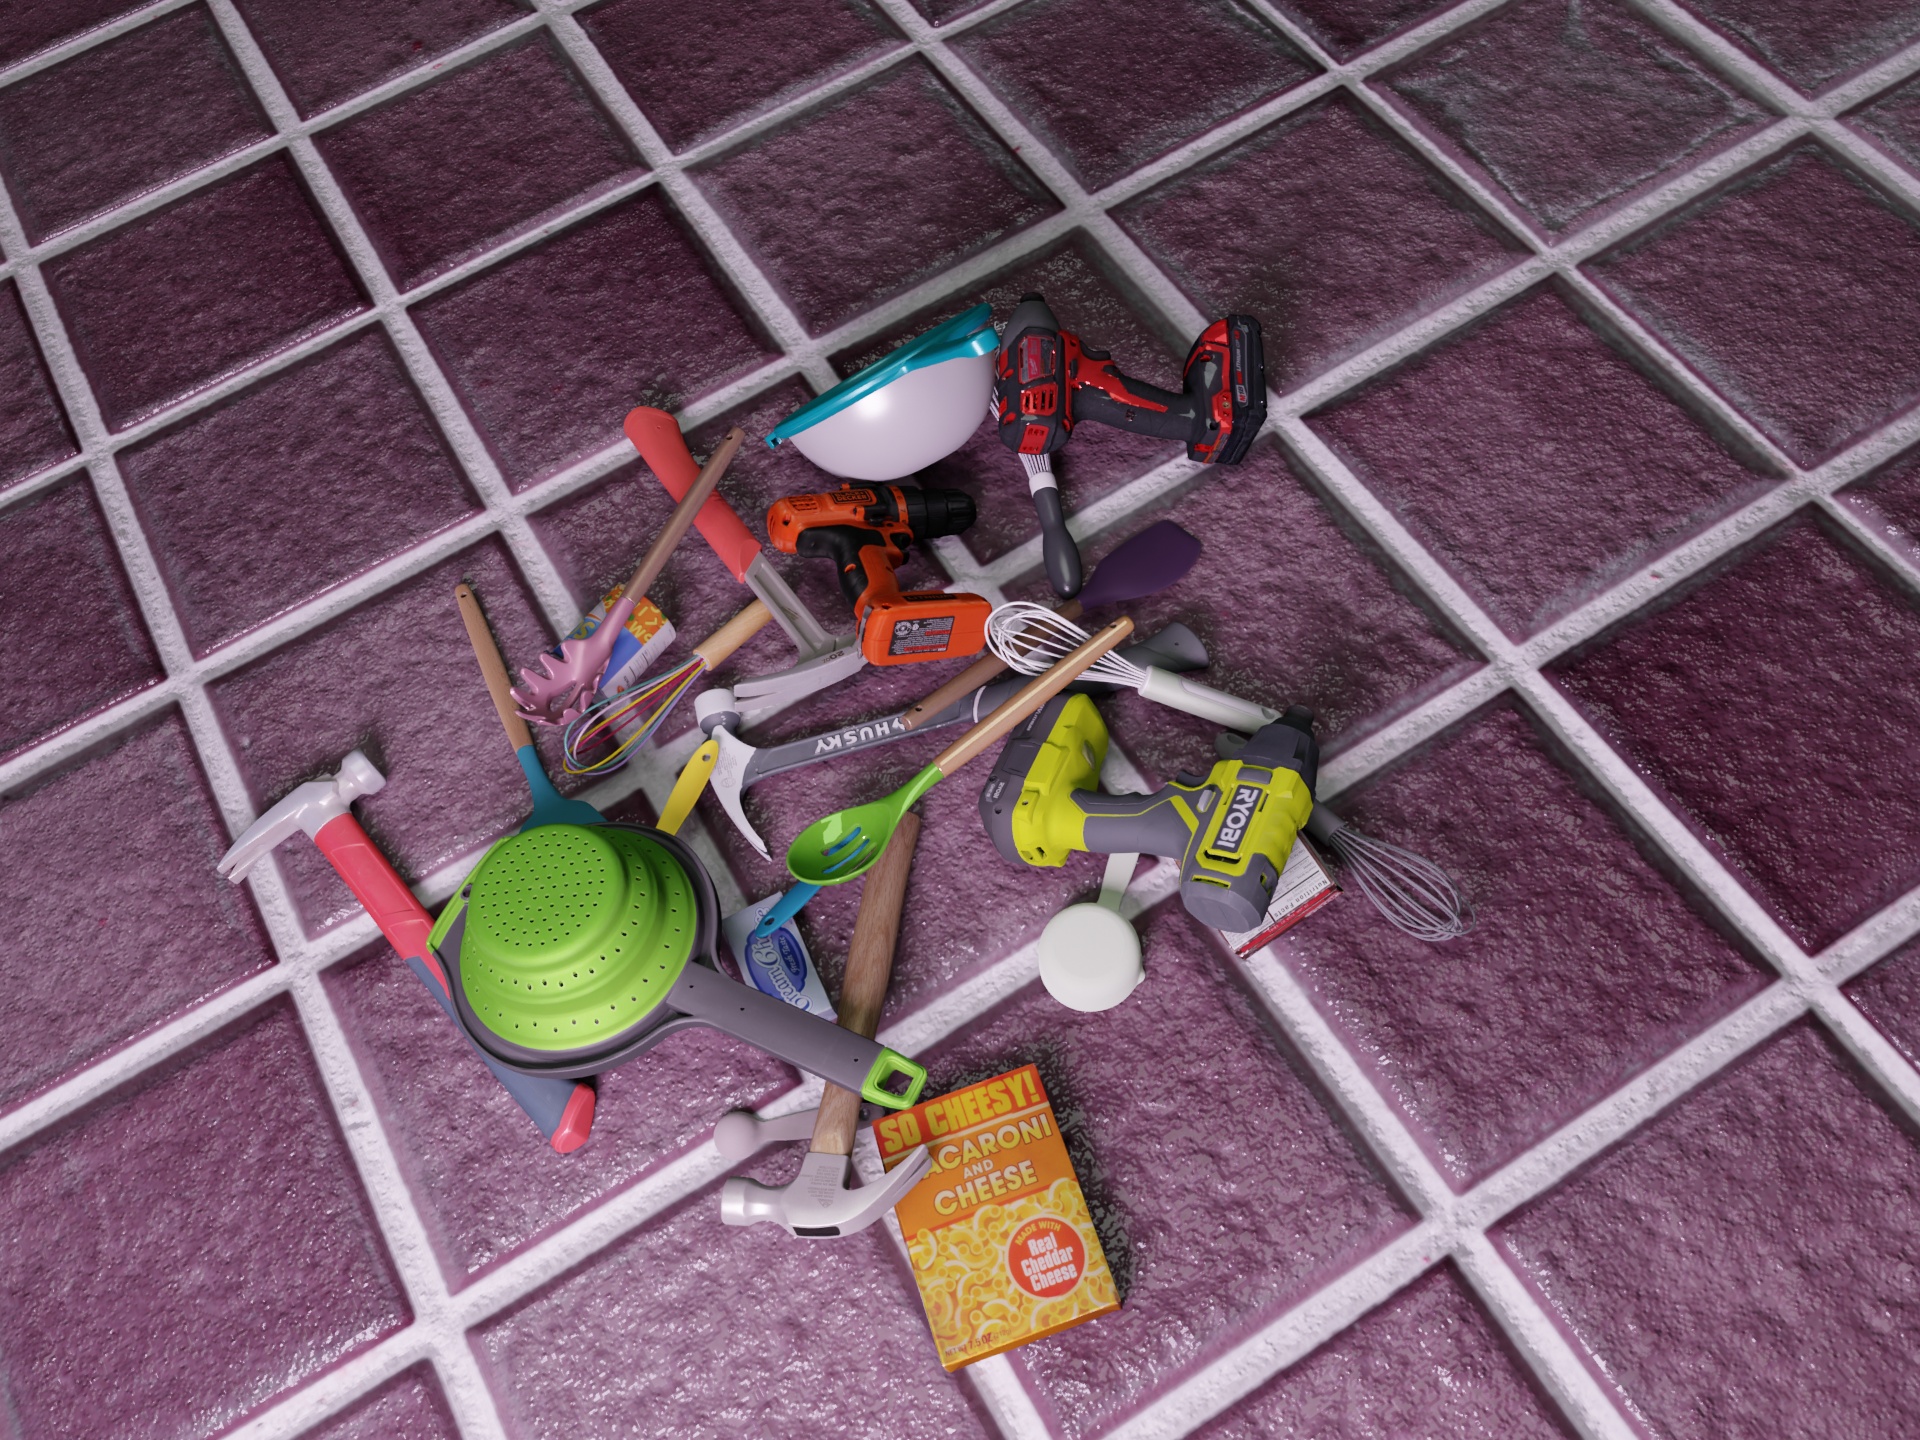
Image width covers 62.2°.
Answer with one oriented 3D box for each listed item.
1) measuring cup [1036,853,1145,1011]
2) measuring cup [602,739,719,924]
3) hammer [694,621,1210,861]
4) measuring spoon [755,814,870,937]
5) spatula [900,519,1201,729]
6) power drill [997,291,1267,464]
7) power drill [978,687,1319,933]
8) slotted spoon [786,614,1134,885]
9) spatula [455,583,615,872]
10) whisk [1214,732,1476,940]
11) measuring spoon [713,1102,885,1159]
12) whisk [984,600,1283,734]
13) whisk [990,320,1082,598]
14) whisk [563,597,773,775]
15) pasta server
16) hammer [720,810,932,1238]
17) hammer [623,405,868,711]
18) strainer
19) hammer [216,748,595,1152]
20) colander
[{"bbox_3d":[0.108,0.130,1.172,0.083,0.038,0.168,15,66,14],"label":"measuring cup"},{"bbox_3d":[-0.223,0.087,1.236,0.062,0.029,0.156,19,70,17],"label":"measuring cup"},{"bbox_3d":[-0.002,-0.004,1.263,0.409,0.036,0.149,-15,62,-2],"label":"hammer"},{"bbox_3d":[-0.110,0.111,1.189,0.128,0.021,0.042,-45,42,-19],"label":"measuring spoon"},{"bbox_3d":[0.077,-0.077,1.270,0.316,0.018,0.060,-34,60,-26],"label":"spatula"},{"bbox_3d":[0.140,-0.290,1.341,0.219,0.078,0.143,3,68,-8],"label":"power drill"},{"bbox_3d":[0.141,0.051,1.150,0.223,0.080,0.171,10,60,34],"label":"power drill"},{"bbox_3d":[0.005,0.022,1.175,0.314,0.031,0.070,-38,43,-6],"label":"slotted spoon"},{"bbox_3d":[-0.365,-0.001,1.301,0.082,0.044,0.318,-25,60,-10],"label":"spatula"},{"bbox_3d":[0.279,0.082,1.177,0.055,0.055,0.239,-40,60,-14],"label":"whisk"},{"bbox_3d":[-0.115,0.286,1.128,0.124,0.018,0.034,-9,61,1],"label":"measuring spoon"},{"bbox_3d":[0.135,-0.035,1.223,0.246,0.059,0.058,19,36,-5],"label":"whisk"},{"bbox_3d":[0.065,-0.229,1.367,0.070,0.070,0.285,-13,66,0],"label":"whisk"},{"bbox_3d":[-0.229,-0.037,1.293,0.245,0.047,0.051,-44,100,-27],"label":"whisk"},{"bbox_3d":[-0.256,-0.121,1.280,0.060,0.040,0.316,19,65,19],"label":"pasta server"},{"bbox_3d":[-0.068,0.203,1.127,0.130,0.031,0.332,2,51,11],"label":"hammer"},{"bbox_3d":[-0.202,-0.150,1.339,0.149,0.036,0.359,-23,54,-25],"label":"hammer"},{"bbox_3d":[-0.023,-0.255,1.288,0.211,0.340,0.095,-34,106,-14],"label":"strainer"},{"bbox_3d":[-0.414,0.189,1.207,0.143,0.038,0.387,-41,65,-13],"label":"hammer"},{"bbox_3d":[-0.206,0.165,1.091,0.397,0.094,0.205,19,61,21],"label":"colander"}]
